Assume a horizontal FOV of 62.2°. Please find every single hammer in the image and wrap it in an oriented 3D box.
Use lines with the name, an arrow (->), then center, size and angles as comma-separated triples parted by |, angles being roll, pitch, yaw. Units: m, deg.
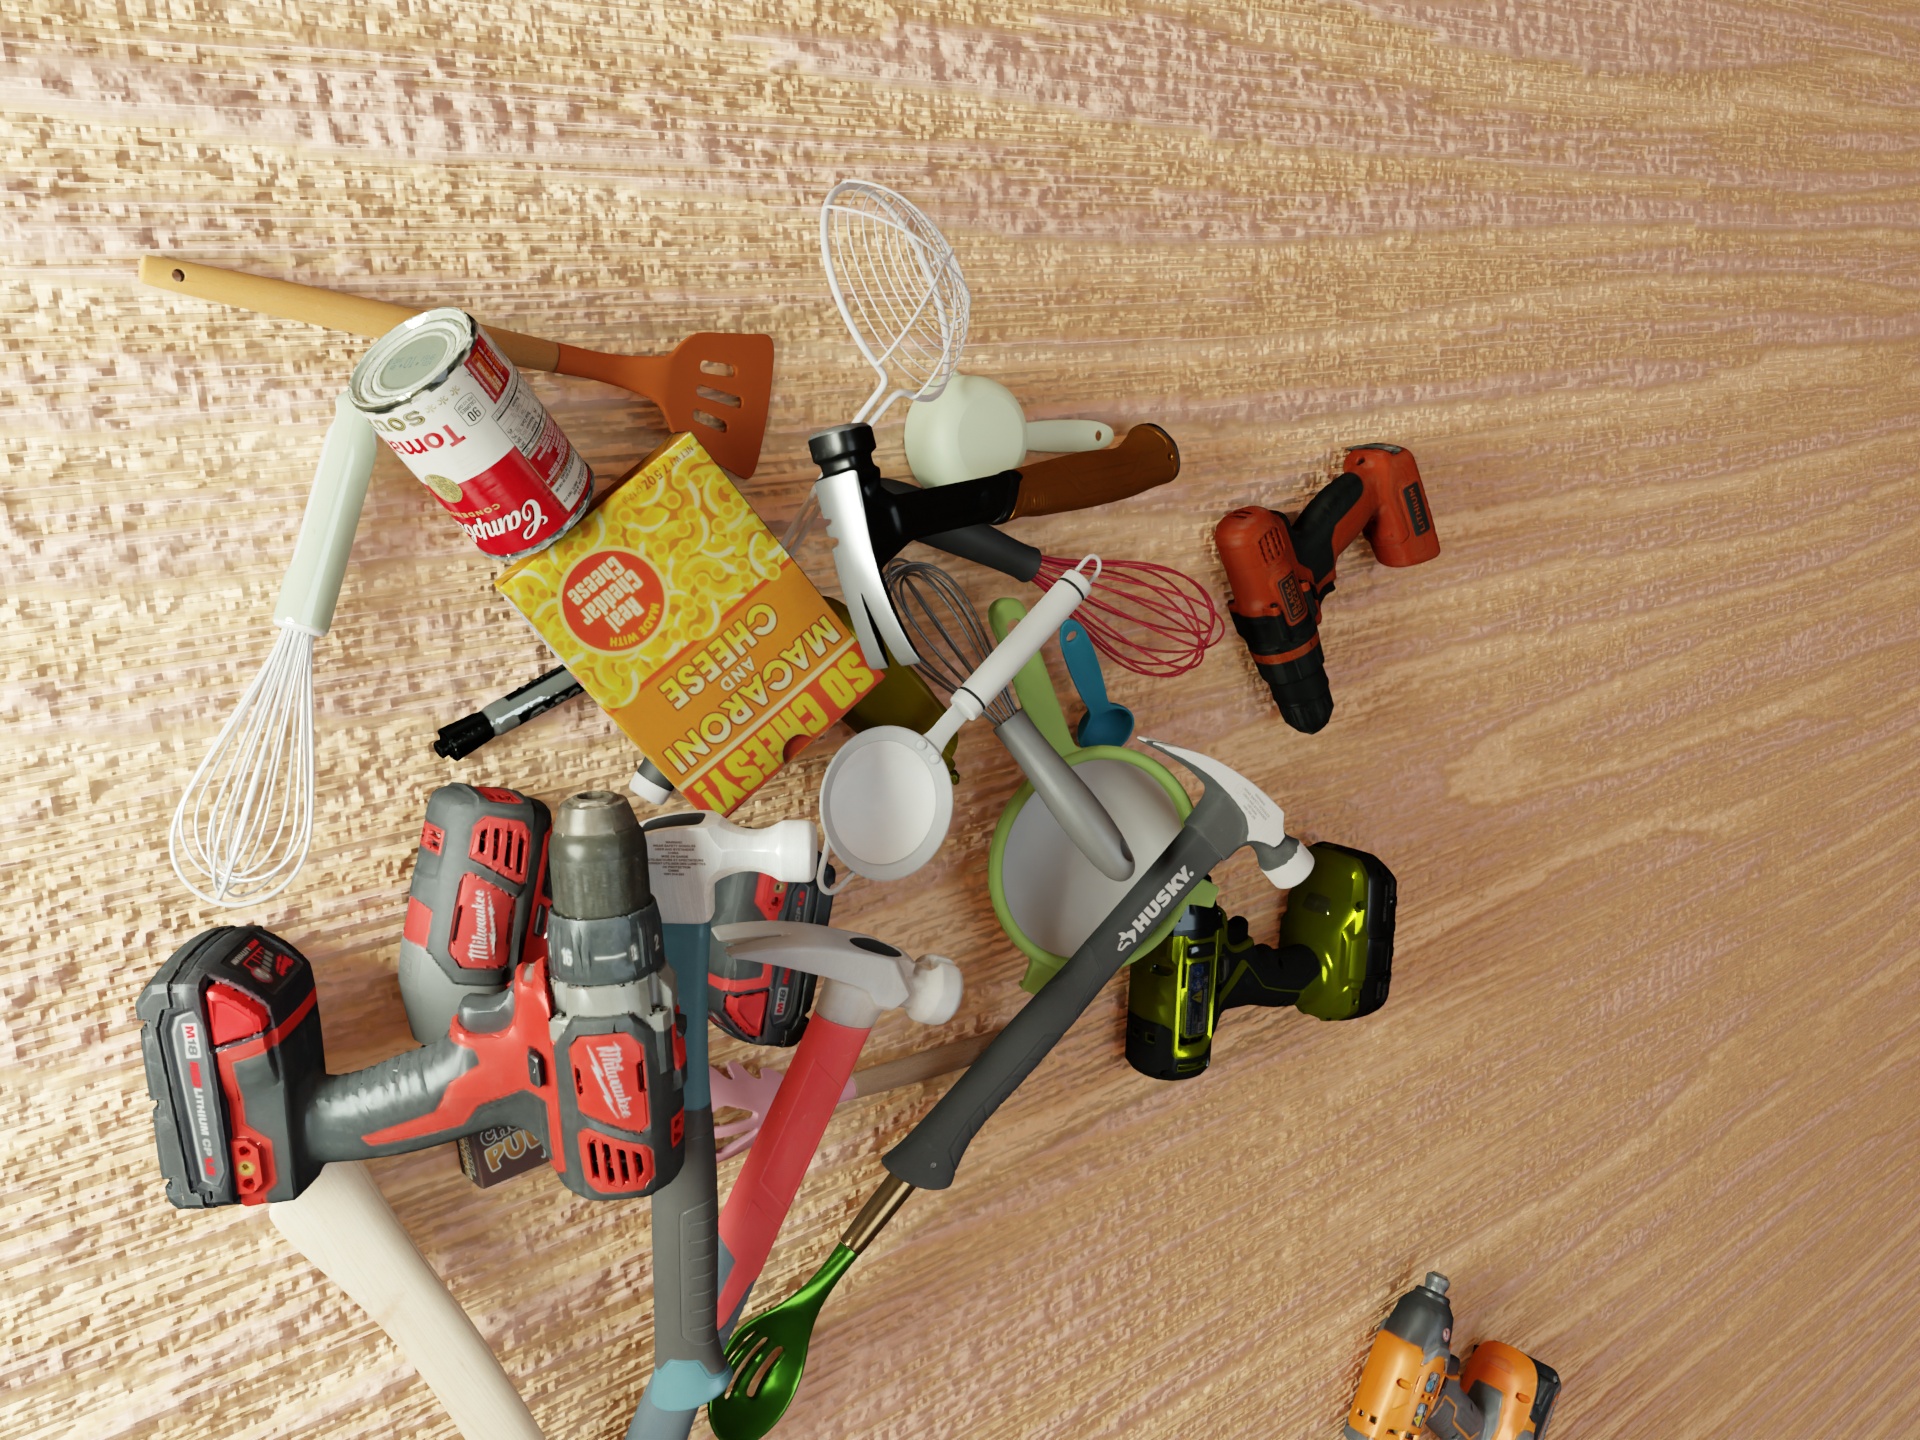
hammer -> 0.040, -0.127, 0.937 | 0.337, 0.034, 0.127 | -23, 102, -51
hammer -> 0.073, 0.159, 1.000 | 0.335, 0.035, 0.146 | -47, 112, -9
hammer -> -0.135, 0.289, 0.872 | 0.143, 0.038, 0.386 | 17, 102, -32
hammer -> -0.138, 0.203, 0.799 | 0.128, 0.033, 0.331 | 3, 107, 1
hammer -> -0.230, 0.381, 0.842 | 0.146, 0.038, 0.410 | -22, 111, 2

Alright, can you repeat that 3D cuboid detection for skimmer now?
skimmer -> -0.102, -0.127, 0.891 | 0.127, 0.090, 0.363 | 31, 89, -52

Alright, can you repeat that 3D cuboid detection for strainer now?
strainer -> 0.060, 0.039, 1.032 | 0.151, 0.069, 0.256 | -25, 105, -16
strainer -> -0.001, -0.003, 0.907 | 0.258, 0.050, 0.086 | -48, 116, -15

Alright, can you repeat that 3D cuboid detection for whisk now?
whisk -> -0.307, -0.035, 0.732 | 0.059, 0.058, 0.246 | 14, 84, -15
whisk -> 0.058, -0.092, 1.010 | 0.295, 0.073, 0.073 | 20, 85, -34
whisk -> 0.029, 0.001, 0.954 | 0.055, 0.055, 0.239 | -39, 92, -27

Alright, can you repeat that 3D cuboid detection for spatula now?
spatula -> -0.227, -0.183, 0.785 | 0.322, 0.041, 0.081 | 6, 96, -35

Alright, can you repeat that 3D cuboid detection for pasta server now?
pasta server -> -0.054, 0.222, 0.998 | 0.316, 0.040, 0.060 | -6, 102, -42

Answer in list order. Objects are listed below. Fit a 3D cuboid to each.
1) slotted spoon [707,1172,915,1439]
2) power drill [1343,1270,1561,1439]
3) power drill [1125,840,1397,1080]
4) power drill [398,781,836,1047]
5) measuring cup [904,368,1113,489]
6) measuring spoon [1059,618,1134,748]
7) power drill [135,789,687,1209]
slotted spoon -> -0.052, 0.311, 0.999 | 0.314, 0.031, 0.070 | -50, 125, -17
power drill -> 0.450, 0.599, 1.441 | 0.226, 0.084, 0.164 | 31, 78, -34
power drill -> 0.219, 0.161, 1.177 | 0.223, 0.080, 0.171 | -4, 100, -36
power drill -> -0.184, 0.115, 0.841 | 0.219, 0.079, 0.143 | 10, 91, -37
measuring cup -> 0.043, -0.177, 0.993 | 0.167, 0.038, 0.083 | -8, 103, -36
measuring spoon -> 0.082, -0.025, 1.048 | 0.042, 0.021, 0.128 | -32, 135, -8
power drill -> -0.239, 0.129, 0.720 | 0.226, 0.080, 0.188 | -3, 102, -3
